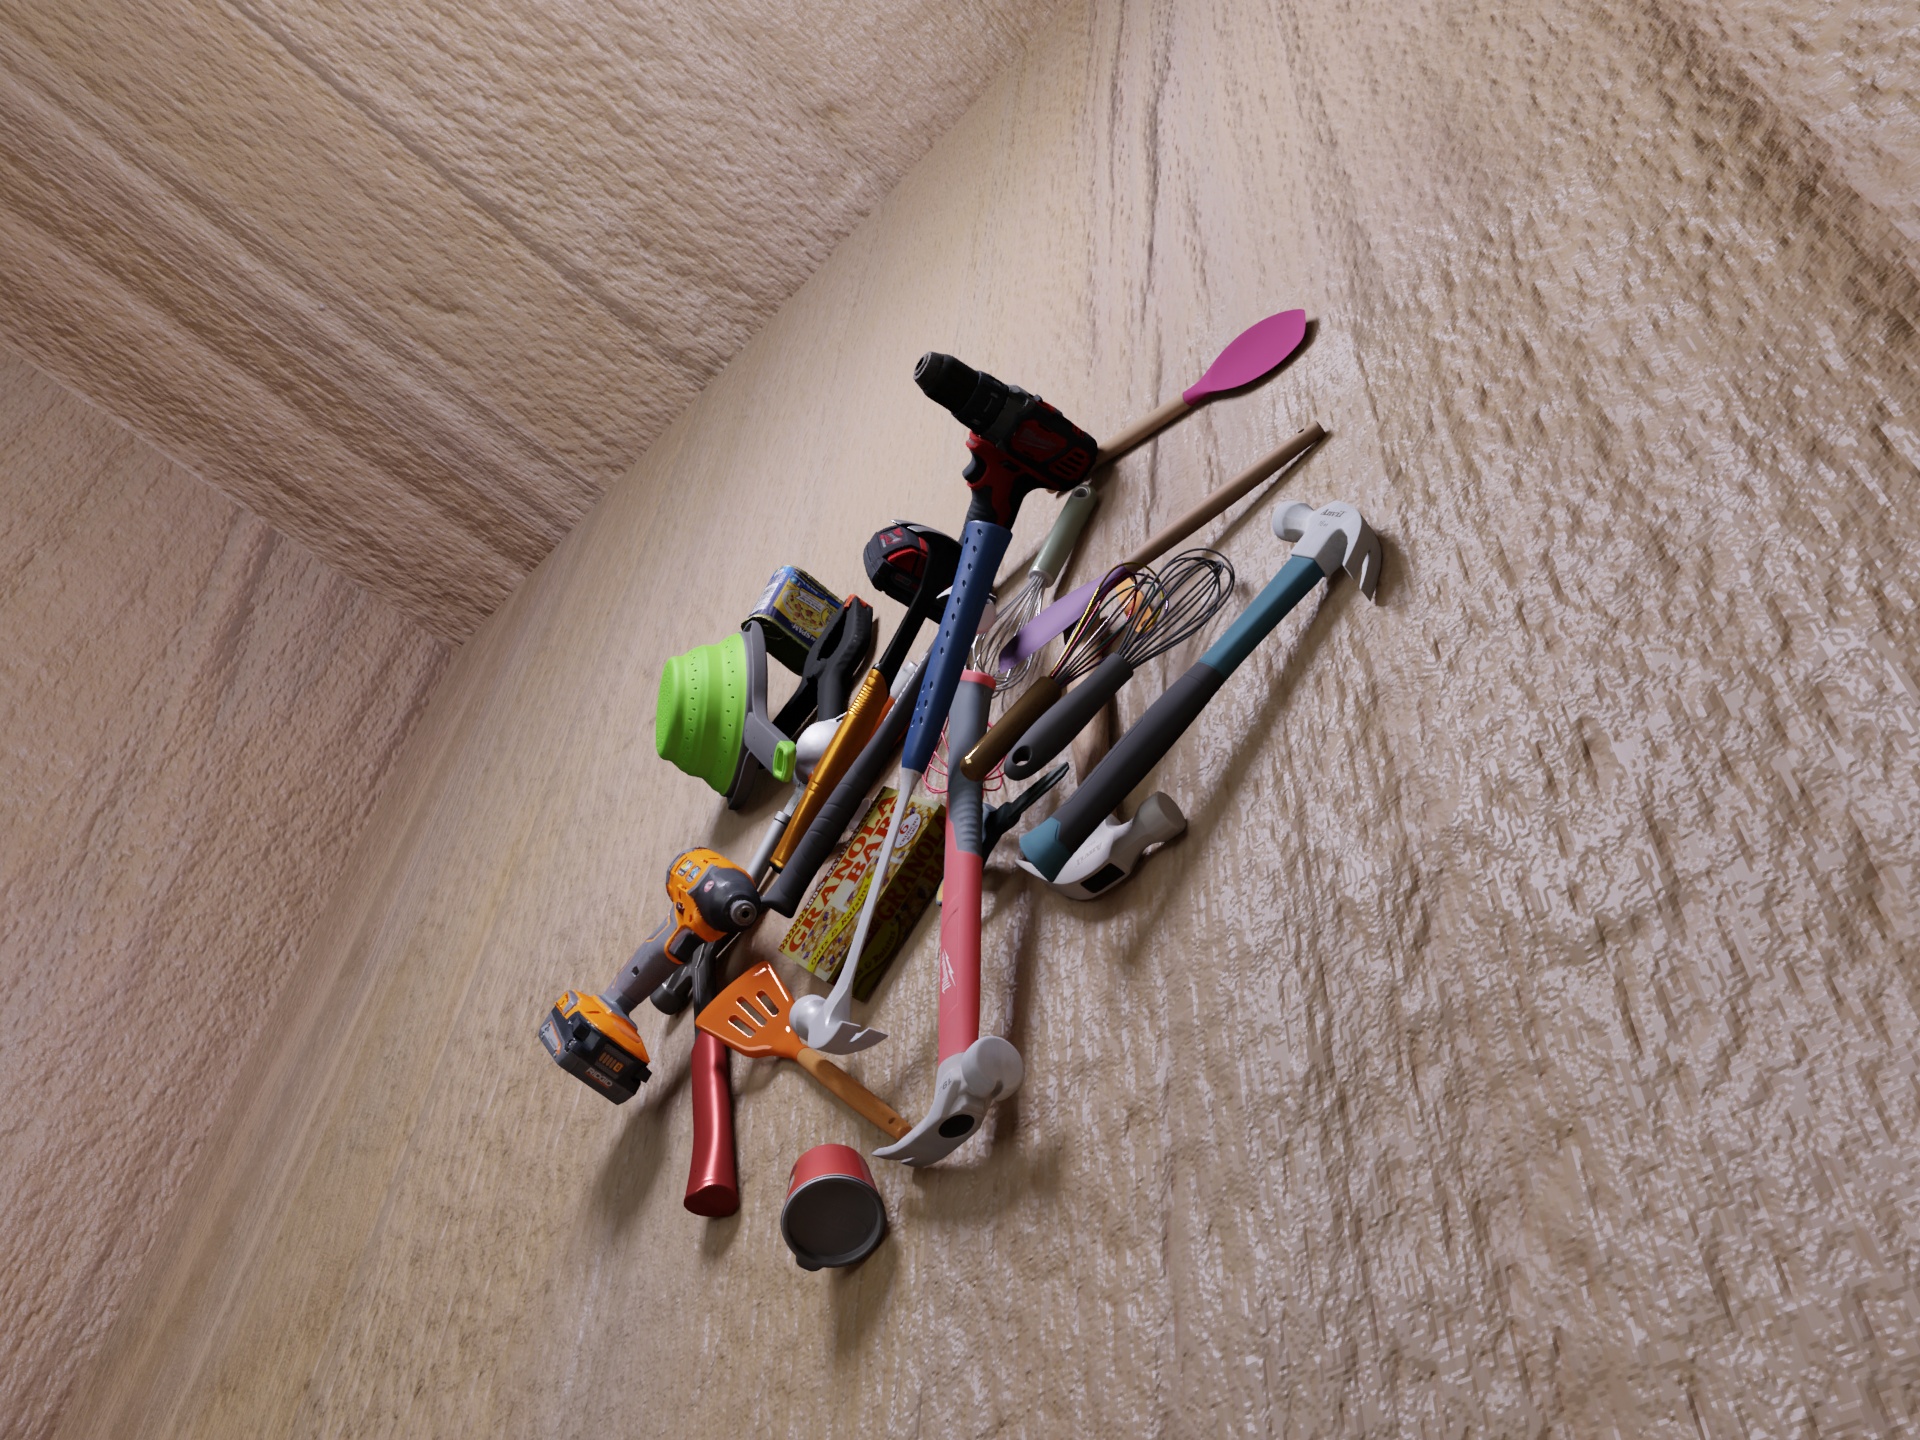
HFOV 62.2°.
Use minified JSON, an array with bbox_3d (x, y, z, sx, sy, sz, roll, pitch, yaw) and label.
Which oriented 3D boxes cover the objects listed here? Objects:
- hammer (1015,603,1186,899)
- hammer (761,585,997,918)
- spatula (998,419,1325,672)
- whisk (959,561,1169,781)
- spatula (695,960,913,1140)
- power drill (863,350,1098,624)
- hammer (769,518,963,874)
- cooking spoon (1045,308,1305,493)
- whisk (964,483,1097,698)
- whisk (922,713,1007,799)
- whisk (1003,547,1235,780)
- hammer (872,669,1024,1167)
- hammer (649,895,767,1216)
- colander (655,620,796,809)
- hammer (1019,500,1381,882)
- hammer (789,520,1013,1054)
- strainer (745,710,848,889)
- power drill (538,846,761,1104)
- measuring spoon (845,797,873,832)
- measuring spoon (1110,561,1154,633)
[{"bbox_3d":[0.095,0.009,1.190,0.130,0.031,0.332,-40,26,25],"label":"hammer"},{"bbox_3d":[-0.073,0.027,1.356,0.335,0.035,0.146,-57,10,7],"label":"hammer"},{"bbox_3d":[0.153,-0.137,1.260,0.316,0.018,0.060,-36,24,18],"label":"spatula"},{"bbox_3d":[0.076,-0.040,1.179,0.051,0.047,0.245,11,46,43],"label":"whisk"},{"bbox_3d":[-0.115,0.257,1.211,0.081,0.041,0.323,-40,21,-18],"label":"spatula"},{"bbox_3d":[-0.004,-0.216,1.480,0.226,0.187,0.080,-54,23,19],"label":"power drill"},{"bbox_3d":[-0.086,-0.014,1.414,0.034,0.127,0.337,27,90,33],"label":"hammer"},{"bbox_3d":[0.187,-0.279,1.439,0.319,0.017,0.069,-27,42,44],"label":"cooking spoon"},{"bbox_3d":[0.069,-0.119,1.406,0.058,0.059,0.246,13,57,24],"label":"whisk"},{"bbox_3d":[-0.002,-0.004,1.357,0.073,0.073,0.296,-46,18,14],"label":"whisk"},{"bbox_3d":[0.113,-0.041,1.149,0.239,0.055,0.055,-44,21,-18],"label":"whisk"},{"bbox_3d":[-0.006,0.119,1.125,0.143,0.038,0.387,-50,27,40],"label":"hammer"},{"bbox_3d":[-0.208,0.282,1.354,0.149,0.036,0.359,-48,24,11],"label":"hammer"},{"bbox_3d":[-0.247,0.005,1.619,0.397,0.094,0.204,-150,67,-70],"label":"colander"},{"bbox_3d":[0.158,-0.023,1.064,0.331,0.033,0.128,-47,25,-8],"label":"hammer"},{"bbox_3d":[-0.036,0.048,1.164,0.144,0.035,0.405,-3,68,71],"label":"hammer"},{"bbox_3d":[-0.167,0.089,1.539,0.087,0.050,0.258,20,79,41],"label":"strainer"},{"bbox_3d":[-0.264,0.220,1.405,0.226,0.084,0.164,-53,23,-12],"label":"power drill"},{"bbox_3d":[-0.110,0.108,1.451,0.124,0.018,0.034,-39,26,43],"label":"measuring spoon"},{"bbox_3d":[0.140,-0.097,1.286,0.021,0.011,0.117,-44,28,16],"label":"measuring spoon"}]
